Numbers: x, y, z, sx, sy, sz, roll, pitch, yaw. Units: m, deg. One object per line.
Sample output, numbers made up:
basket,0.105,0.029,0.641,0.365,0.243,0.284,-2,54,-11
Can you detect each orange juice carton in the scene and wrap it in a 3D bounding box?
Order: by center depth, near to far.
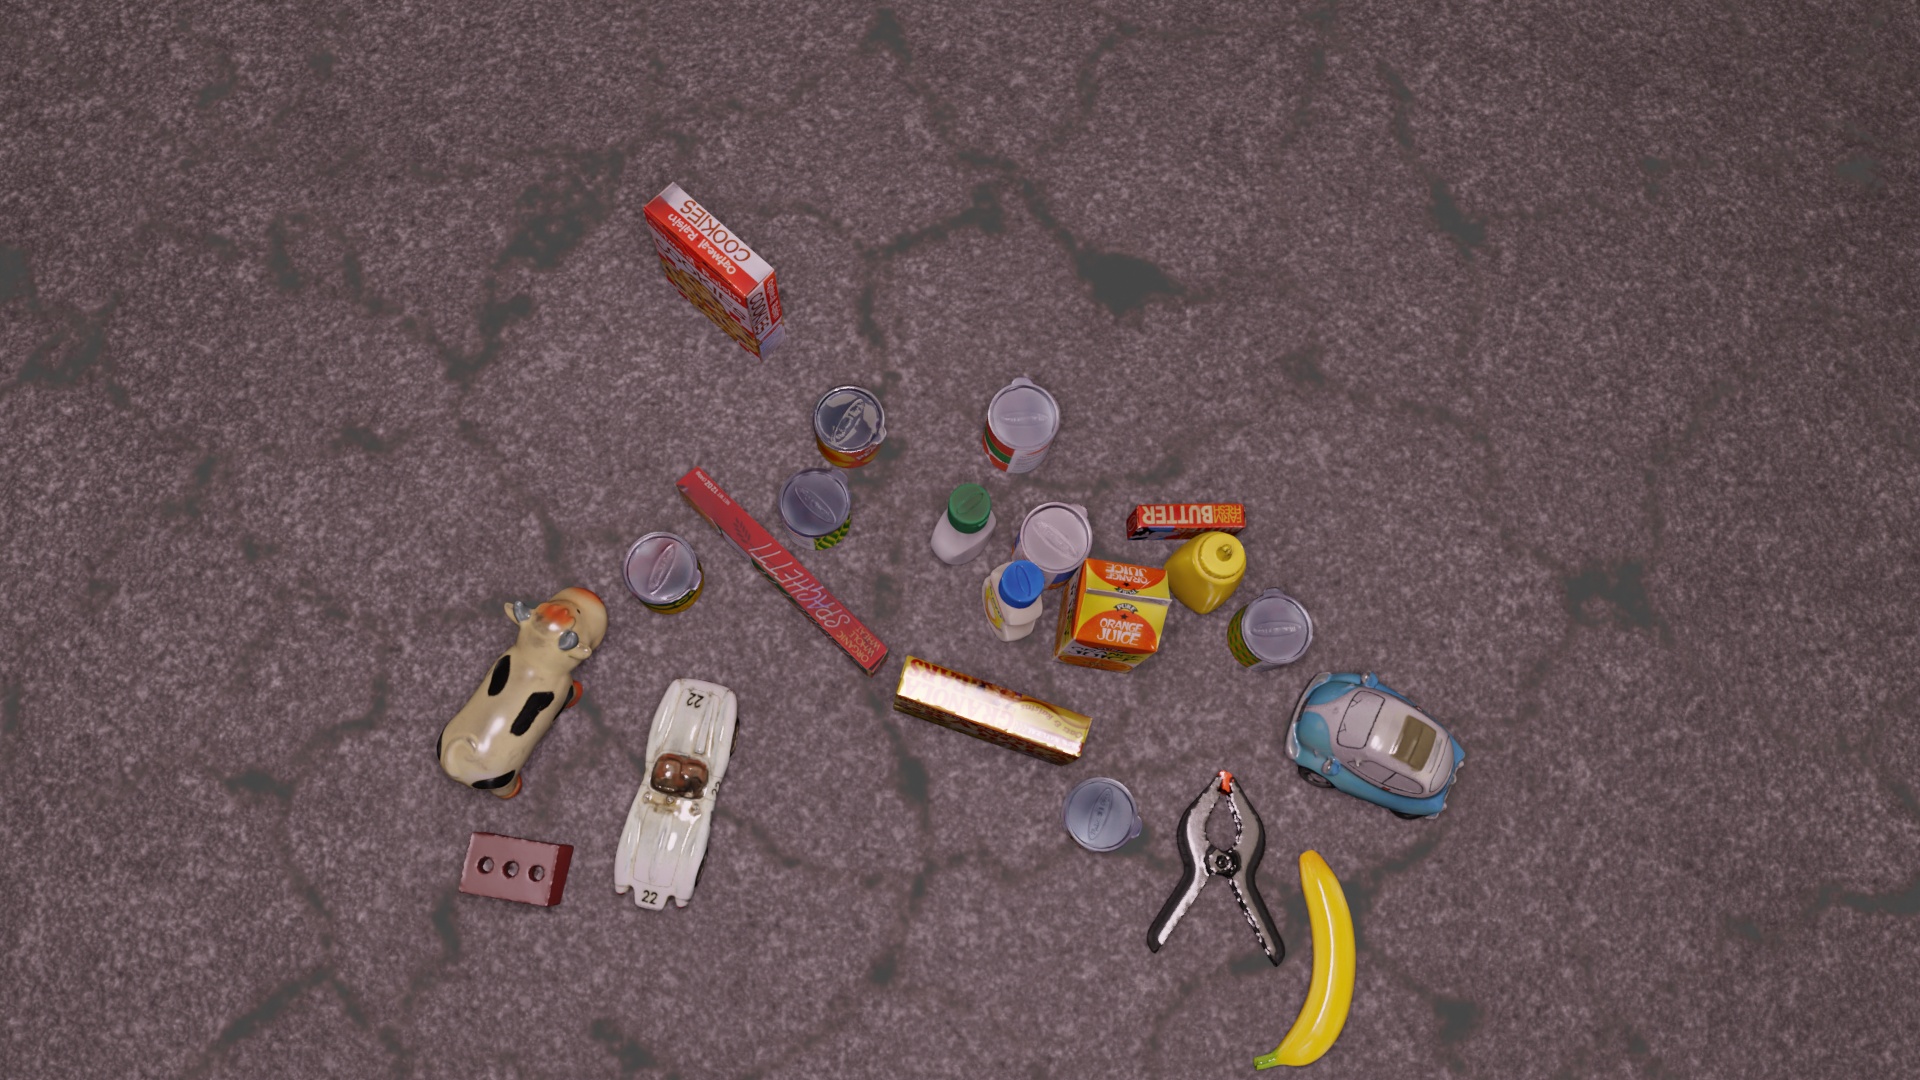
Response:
orange juice carton,0.131,0.065,1.213,0.072,0.192,0.073,9,77,-2

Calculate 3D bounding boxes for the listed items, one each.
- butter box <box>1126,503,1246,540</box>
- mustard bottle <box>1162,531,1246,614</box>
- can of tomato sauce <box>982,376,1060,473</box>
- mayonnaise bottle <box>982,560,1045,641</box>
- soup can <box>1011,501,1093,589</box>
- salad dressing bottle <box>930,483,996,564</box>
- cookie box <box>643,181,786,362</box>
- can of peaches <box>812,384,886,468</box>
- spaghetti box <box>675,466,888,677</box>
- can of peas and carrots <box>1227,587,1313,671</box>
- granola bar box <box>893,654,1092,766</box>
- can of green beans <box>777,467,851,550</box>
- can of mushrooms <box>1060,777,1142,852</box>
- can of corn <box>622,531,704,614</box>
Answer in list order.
butter box,0.212,-0.017,1.310,0.103,0.053,0.024,-1,77,-4
mustard bottle,0.225,0.024,1.246,0.049,0.160,0.065,-40,83,-11
can of tomato sauce,0.055,-0.106,1.305,0.071,0.083,0.071,1,77,-4
mayonnaise bottle,0.047,0.049,1.234,0.041,0.147,0.065,-18,79,-7
soup can,0.085,0.004,1.280,0.071,0.083,0.071,1,77,-4
salad dressing bottle,0.004,-0.016,1.247,0.064,0.147,0.044,-38,82,-11
cookie box,-0.223,-0.241,1.274,0.123,0.167,0.040,41,78,6
can of peaches,-0.103,-0.105,1.306,0.071,0.058,0.071,1,77,-4
spaghetti box,-0.162,0.030,1.275,0.250,0.050,0.029,43,78,6
can of peas and carrots,0.285,0.083,1.288,0.071,0.058,0.071,1,77,-4
granola bar box,0.024,0.152,1.220,0.166,0.124,0.039,19,77,1
can of green beans,-0.134,-0.028,1.286,0.071,0.057,0.071,1,77,-4
can of mushrooms,0.127,0.248,1.251,0.071,0.033,0.071,1,77,-4
can of corn,-0.266,0.032,1.263,0.071,0.058,0.071,1,77,-4
